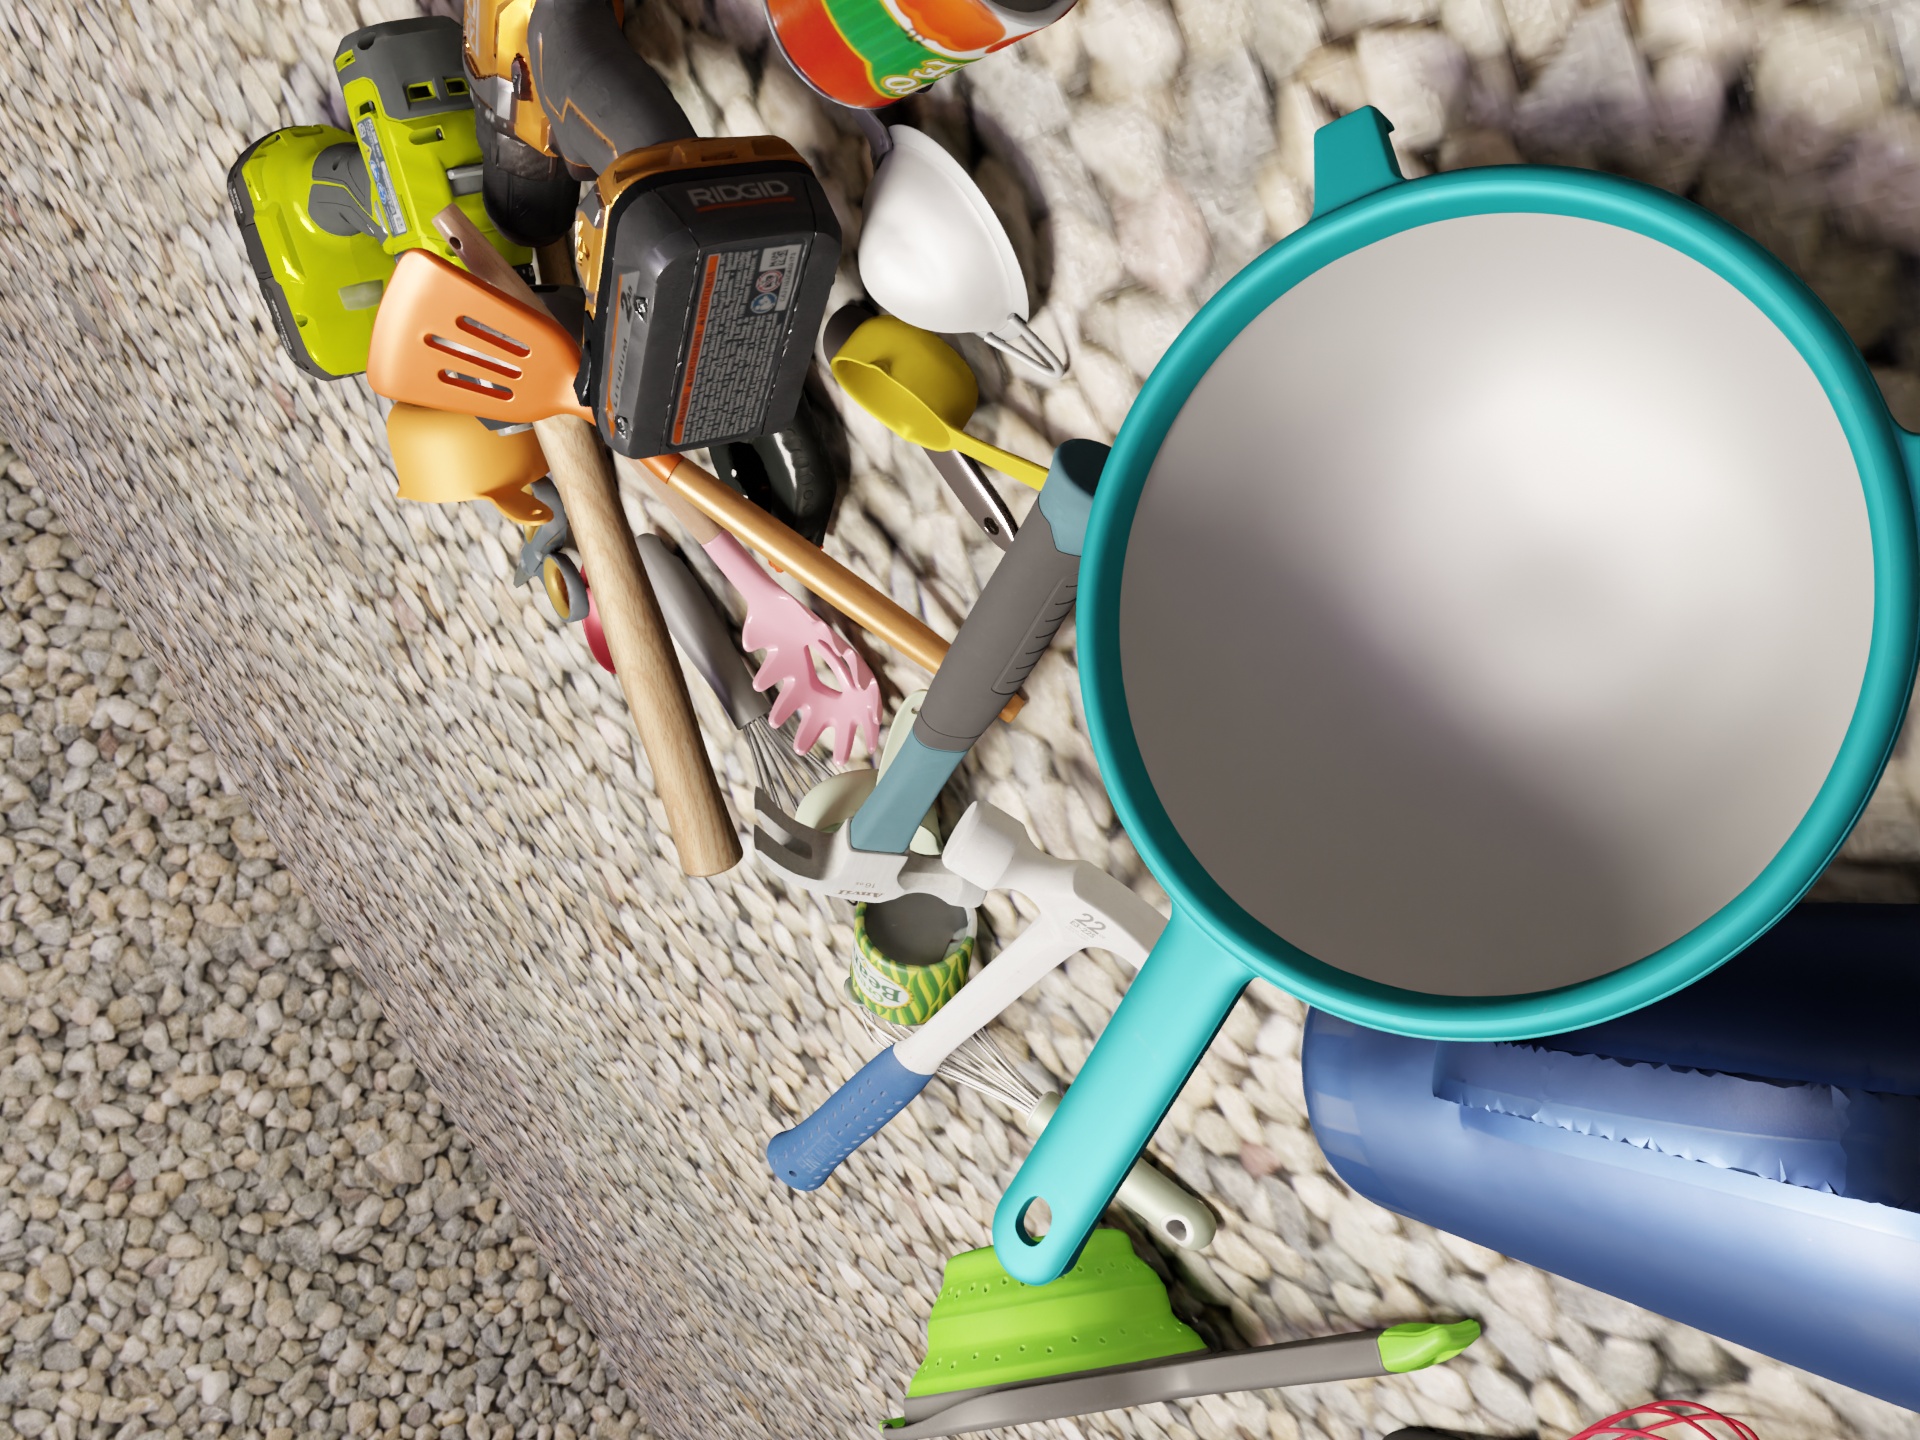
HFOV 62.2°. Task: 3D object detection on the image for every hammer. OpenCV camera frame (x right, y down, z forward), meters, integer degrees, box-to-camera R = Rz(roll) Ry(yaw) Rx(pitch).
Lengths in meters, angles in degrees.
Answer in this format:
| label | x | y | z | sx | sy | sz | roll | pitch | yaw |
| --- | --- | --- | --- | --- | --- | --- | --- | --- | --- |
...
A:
| label | x | y | z | sx | sy | sz | roll | pitch | yaw |
| --- | --- | --- | --- | --- | --- | --- | --- | --- | --- |
| hammer | -0.001 | -0.002 | 0.667 | 0.330 | 0.128 | 0.033 | 122 | 149 | -53 |
| hammer | -0.167 | -0.059 | 0.812 | 0.031 | 0.130 | 0.331 | -97 | -6 | -60 |
| hammer | -0.015 | 0.177 | 0.832 | 0.144 | 0.035 | 0.405 | 32 | 141 | -6 |

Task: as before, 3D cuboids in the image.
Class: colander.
| label | x | y | z | sx | sy | sz | roll | pitch | yaw |
| --- | --- | --- | --- | --- | --- | --- | --- | --- | --- |
| colander | 0.100 | 0.317 | 0.859 | 0.397 | 0.204 | 0.095 | -32 | 59 | 44 |

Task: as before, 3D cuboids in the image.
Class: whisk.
| label | x | y | z | sx | sy | sz | roll | pitch | yaw |
| --- | --- | --- | --- | --- | --- | --- | --- | --- | --- |
| whisk | -0.117 | -0.001 | 0.883 | 0.239 | 0.055 | 0.055 | 58 | 150 | 0 |
| whisk | 0.039 | 0.212 | 0.888 | 0.246 | 0.059 | 0.057 | 34 | 122 | 22 |
| whisk | 0.259 | 0.333 | 0.698 | 0.073 | 0.073 | 0.295 | 49 | 156 | 7 |

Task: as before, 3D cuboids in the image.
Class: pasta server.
| label | x | y | z | sx | sy | sz | roll | pitch | yaw |
| --- | --- | --- | --- | --- | --- | --- | --- | --- | --- |
| pasta server | -0.136 | -0.104 | 0.747 | 0.060 | 0.040 | 0.316 | -21 | 120 | 32 |

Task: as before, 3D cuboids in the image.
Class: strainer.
| label | x | y | z | sx | sy | sz | roll | pitch | yaw |
| --- | --- | --- | --- | --- | --- | --- | --- | --- | --- |
| strainer | -0.044 | -0.226 | 0.560 | 0.258 | 0.050 | 0.087 | 61 | 164 | -7 |
| strainer | 0.113 | 0.025 | 0.443 | 0.211 | 0.095 | 0.340 | 43 | 117 | 33 |

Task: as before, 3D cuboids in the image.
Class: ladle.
| label | x | y | z | sx | sy | sz | roll | pitch | yaw |
| --- | --- | --- | --- | --- | --- | --- | --- | --- | --- |
| ladle | -0.205 | -0.153 | 0.870 | 0.069 | 0.031 | 0.315 | 39 | 145 | 33 |

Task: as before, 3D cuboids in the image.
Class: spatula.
| label | x | y | z | sx | sy | sz | roll | pitch | yaw |
| --- | --- | --- | --- | --- | --- | --- | --- | --- | --- |
| spatula | -0.109 | -0.091 | 0.698 | 0.322 | 0.041 | 0.081 | 35 | 130 | -3 |

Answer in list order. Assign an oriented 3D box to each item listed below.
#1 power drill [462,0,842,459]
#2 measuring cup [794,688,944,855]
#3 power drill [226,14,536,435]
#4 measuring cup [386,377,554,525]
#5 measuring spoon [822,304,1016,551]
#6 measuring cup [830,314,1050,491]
| label | x | y | z | sx | sy | sz | roll | pitch | yaw |
| --- | --- | --- | --- | --- | --- | --- | --- | --- | --- |
| power drill | -0.138 | -0.208 | 0.625 | 0.226 | 0.084 | 0.185 | 61 | 150 | 22 |
| measuring cup | -0.038 | 0.028 | 0.788 | 0.167 | 0.083 | 0.038 | 111 | 157 | -48 |
| power drill | -0.293 | -0.241 | 0.830 | 0.229 | 0.080 | 0.190 | 9 | 118 | 50 |
| measuring cup | -0.257 | -0.148 | 0.865 | 0.174 | 0.095 | 0.052 | 33 | 138 | 53 |
| measuring spoon | -0.018 | -0.116 | 0.654 | 0.124 | 0.018 | 0.034 | 53 | 150 | 0 |
| measuring cup | 0.022 | -0.109 | 0.601 | 0.156 | 0.029 | 0.062 | 29 | 170 | 15 |
